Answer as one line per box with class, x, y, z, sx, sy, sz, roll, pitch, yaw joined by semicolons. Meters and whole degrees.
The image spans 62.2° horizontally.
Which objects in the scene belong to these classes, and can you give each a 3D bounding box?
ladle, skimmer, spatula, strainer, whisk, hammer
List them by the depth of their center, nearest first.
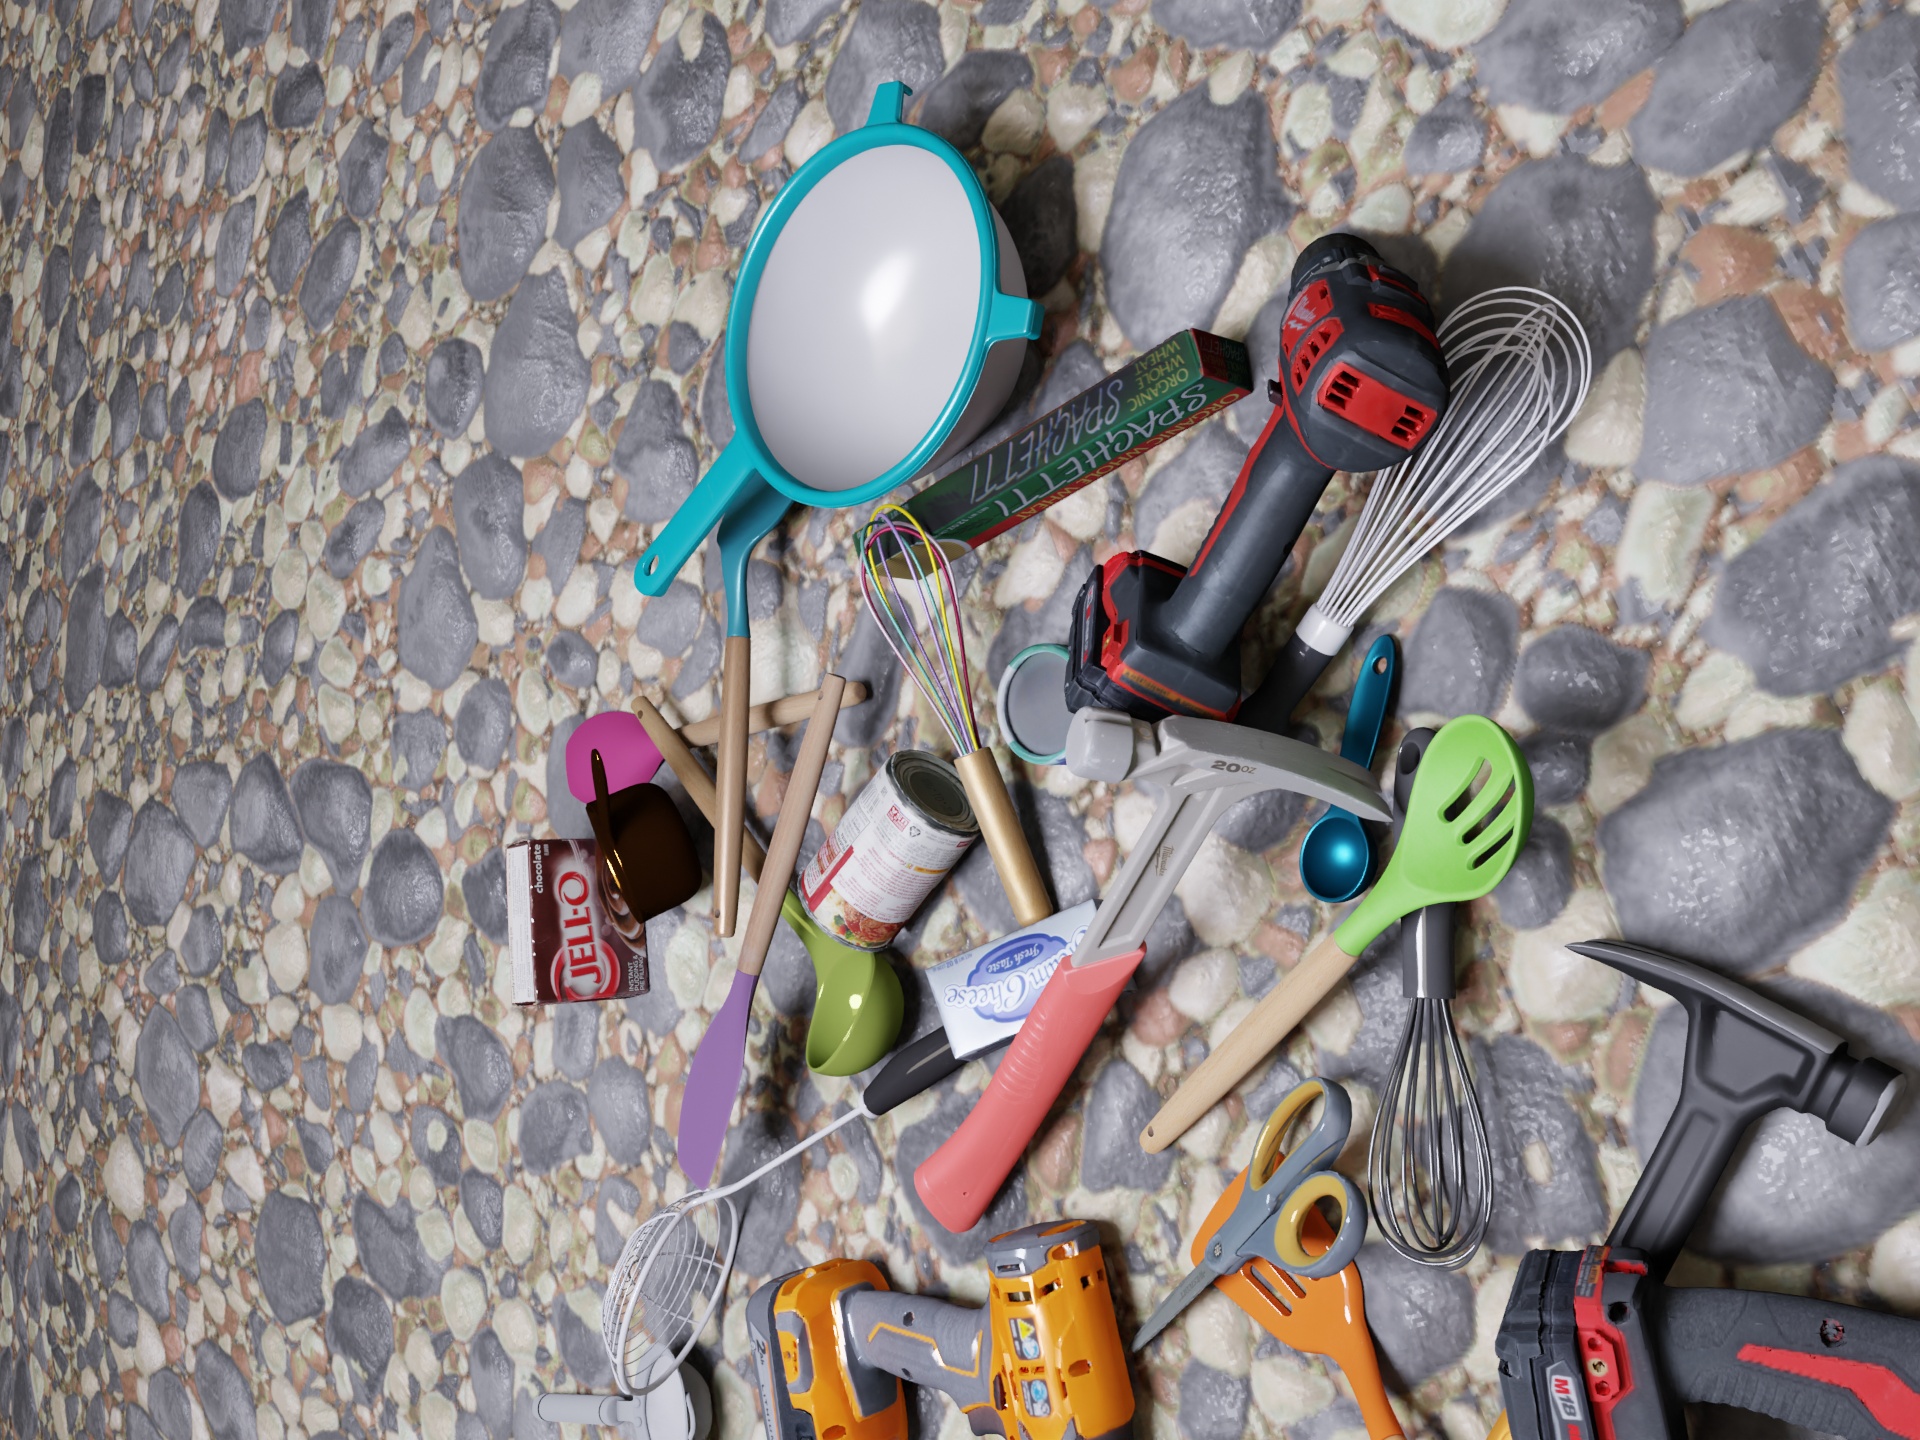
hammer;0.253;0.259;0.664;0.127;0.034;0.337;30;108;38
spatula;0.186;0.328;0.672;0.081;0.041;0.323;-60;28;22
whisk;0.207;0.121;0.708;0.055;0.055;0.239;-6;80;42
whisk;0.185;-0.069;0.731;0.070;0.070;0.284;50;123;32
hammer;0.066;0.143;0.793;0.037;0.149;0.358;-95;24;-50
whisk;-0.001;-0.003;0.868;0.047;0.051;0.245;-22;89;22
skimmer;-0.079;0.278;0.935;0.363;0.127;0.090;-37;81;22
strainer;-0.072;-0.181;0.937;0.340;0.095;0.211;-44;59;32
spatula;-0.119;0.123;0.941;0.060;0.018;0.316;25;100;53
spatula;-0.130;-0.024;0.993;0.082;0.044;0.317;-5;78;41
ladle;-0.136;0.090;0.996;0.320;0.062;0.078;49;116;30
strainer;-0.230;0.469;1.084;0.258;0.050;0.087;-23;67;45

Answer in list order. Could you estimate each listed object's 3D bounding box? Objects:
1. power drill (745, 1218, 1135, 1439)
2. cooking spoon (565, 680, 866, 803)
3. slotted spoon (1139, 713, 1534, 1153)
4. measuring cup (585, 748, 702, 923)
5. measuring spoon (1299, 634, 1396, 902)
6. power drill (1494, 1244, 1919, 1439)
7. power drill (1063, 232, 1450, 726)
power drill;-0.006;0.366;0.862;0.226;0.084;0.164;-21;76;36
cooking spoon;-0.177;0.009;1.073;0.319;0.017;0.069;-13;80;41
slotted spoon;0.161;0.114;0.723;0.313;0.031;0.070;-58;35;39
measuring cup;-0.204;0.061;1.020;0.095;0.052;0.173;56;157;28
measuring spoon;0.191;0.024;0.747;0.042;0.021;0.128;10;86;56
power drill;0.314;0.254;0.560;0.220;0.078;0.143;-11;90;27
power drill;0.135;-0.110;0.727;0.188;0.080;0.226;-79;16;-57
